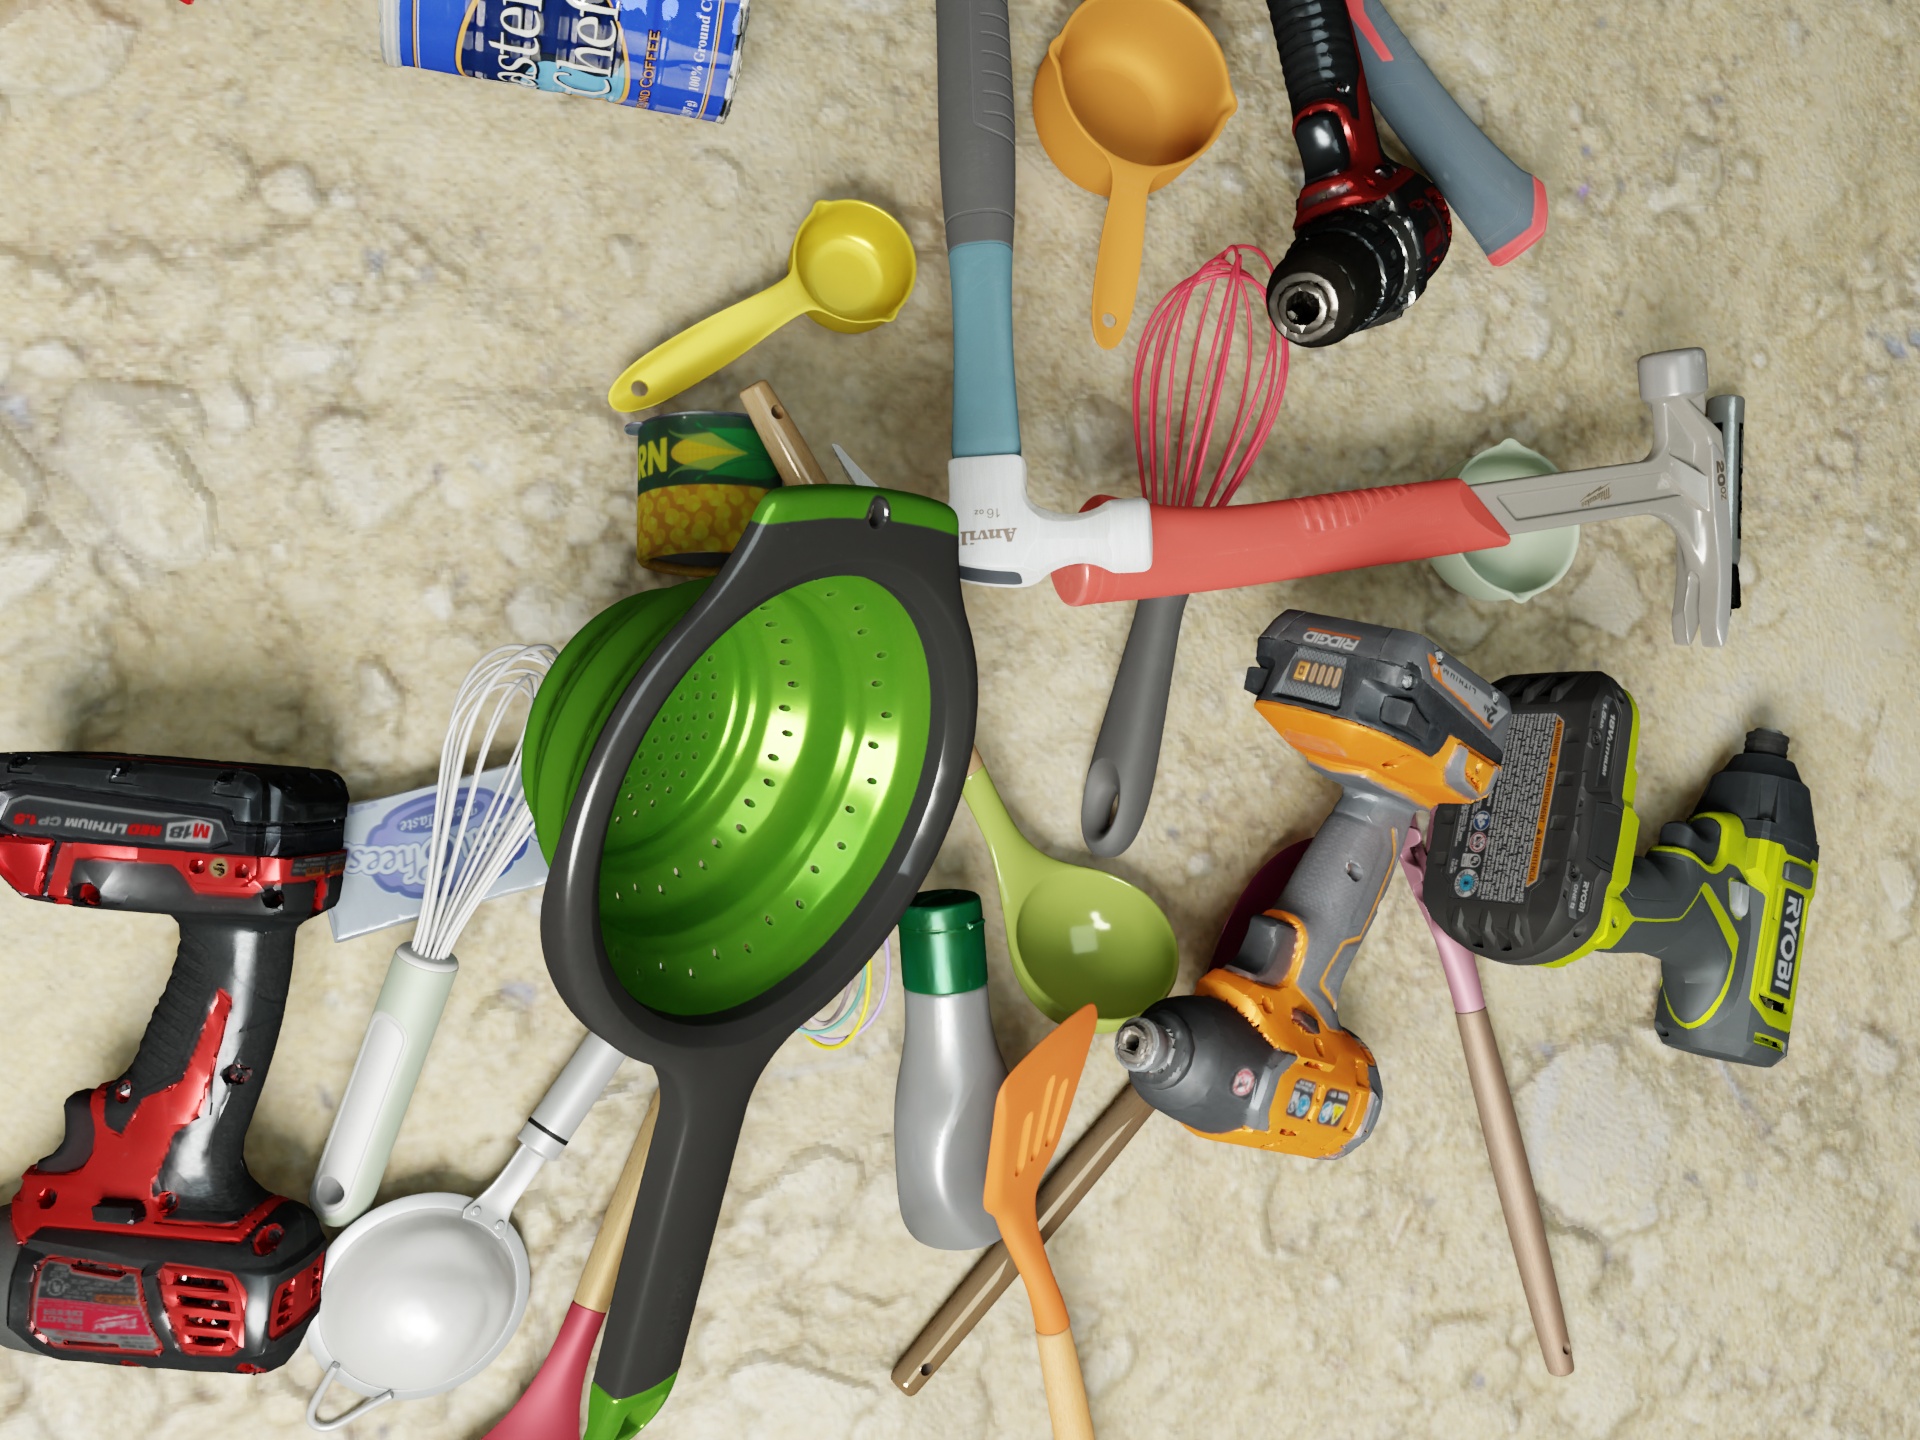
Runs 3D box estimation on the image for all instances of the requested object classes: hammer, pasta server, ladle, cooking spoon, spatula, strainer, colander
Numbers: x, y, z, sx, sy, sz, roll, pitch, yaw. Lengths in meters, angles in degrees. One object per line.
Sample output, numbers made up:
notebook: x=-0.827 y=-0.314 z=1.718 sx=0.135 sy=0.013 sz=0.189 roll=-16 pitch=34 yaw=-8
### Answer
hammer: x=0.010 y=-0.214 z=0.690 sx=0.128 sy=0.033 sz=0.331 roll=-4 pitch=72 yaw=7
pasta server: x=0.262 y=0.168 z=0.779 sx=0.060 sy=0.040 sz=0.316 roll=-14 pitch=90 yaw=-30
ladle: x=-0.001 y=-0.002 z=0.674 sx=0.078 sy=0.062 sz=0.320 roll=-41 pitch=110 yaw=-36
hammer: x=0.158 y=-0.381 z=0.796 sx=0.143 sy=0.038 sz=0.386 roll=-41 pitch=97 yaw=-15
cooking spoon: x=0.079 y=0.177 z=0.731 sx=0.319 sy=0.017 sz=0.068 roll=-47 pitch=114 yaw=-15
ladle: x=-0.141 y=0.216 z=0.657 sx=0.069 sy=0.031 sz=0.315 roll=27 pitch=76 yaw=-23
spatula: x=0.051 y=0.281 z=0.675 sx=0.081 sy=0.041 sz=0.322 roll=-26 pitch=108 yaw=-55
strainer: x=-0.175 y=0.176 z=0.644 sx=0.086 sy=0.050 sz=0.258 roll=42 pitch=71 yaw=-26
colander: x=-0.113 y=0.092 z=0.606 sx=0.204 sy=0.095 sz=0.397 roll=-5 pitch=115 yaw=-54
hammer: x=0.211 y=-0.083 z=0.737 sx=0.359 sy=0.037 sz=0.149 roll=-10 pitch=98 yaw=-21

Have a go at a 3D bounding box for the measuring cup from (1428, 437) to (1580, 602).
measuring cup: x=0.227 y=-0.097 z=0.793 sx=0.167 sy=0.038 sz=0.083 roll=-1 pitch=86 yaw=-15

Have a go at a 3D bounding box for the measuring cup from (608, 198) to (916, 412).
measuring cup: x=-0.090 y=-0.177 z=0.708 sx=0.156 sy=0.029 sz=0.062 roll=-34 pitch=95 yaw=-15

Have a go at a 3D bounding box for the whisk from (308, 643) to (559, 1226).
whisk: x=-0.203 y=0.084 z=0.615 sx=0.058 sy=0.059 sz=0.246 roll=23 pitch=96 yaw=16

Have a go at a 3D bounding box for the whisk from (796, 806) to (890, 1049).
whisk: x=-0.064 y=0.019 z=0.693 sx=0.051 sy=0.047 sz=0.245 roll=1 pitch=80 yaw=-20

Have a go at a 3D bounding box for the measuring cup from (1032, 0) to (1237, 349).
measuring cup: x=0.072 y=-0.253 z=0.752 sx=0.095 sy=0.052 sz=0.174 roll=10 pitch=84 yaw=-16

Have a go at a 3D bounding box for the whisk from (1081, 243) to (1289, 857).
whisk: x=0.099 y=-0.081 z=0.743 sx=0.073 sy=0.073 sz=0.296 roll=14 pitch=86 yaw=-15

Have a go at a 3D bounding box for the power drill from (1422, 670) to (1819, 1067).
power drill: x=0.335 y=0.063 z=0.772 sx=0.223 sy=0.080 sz=0.171 roll=20 pitch=78 yaw=-32

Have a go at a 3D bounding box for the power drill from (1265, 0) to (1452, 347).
power drill: x=0.152 y=-0.281 z=0.708 sx=0.188 sy=0.080 sz=0.226 roll=-45 pitch=117 yaw=-52

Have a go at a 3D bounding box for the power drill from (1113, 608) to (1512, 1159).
power drill: x=0.146 y=0.073 z=0.683 sx=0.164 sy=0.084 sz=0.226 roll=23 pitch=85 yaw=-46

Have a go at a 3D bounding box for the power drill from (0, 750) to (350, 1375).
power drill: x=-0.304 y=0.123 z=0.583 sx=0.143 sy=0.078 sz=0.220 roll=4 pitch=89 yaw=1
